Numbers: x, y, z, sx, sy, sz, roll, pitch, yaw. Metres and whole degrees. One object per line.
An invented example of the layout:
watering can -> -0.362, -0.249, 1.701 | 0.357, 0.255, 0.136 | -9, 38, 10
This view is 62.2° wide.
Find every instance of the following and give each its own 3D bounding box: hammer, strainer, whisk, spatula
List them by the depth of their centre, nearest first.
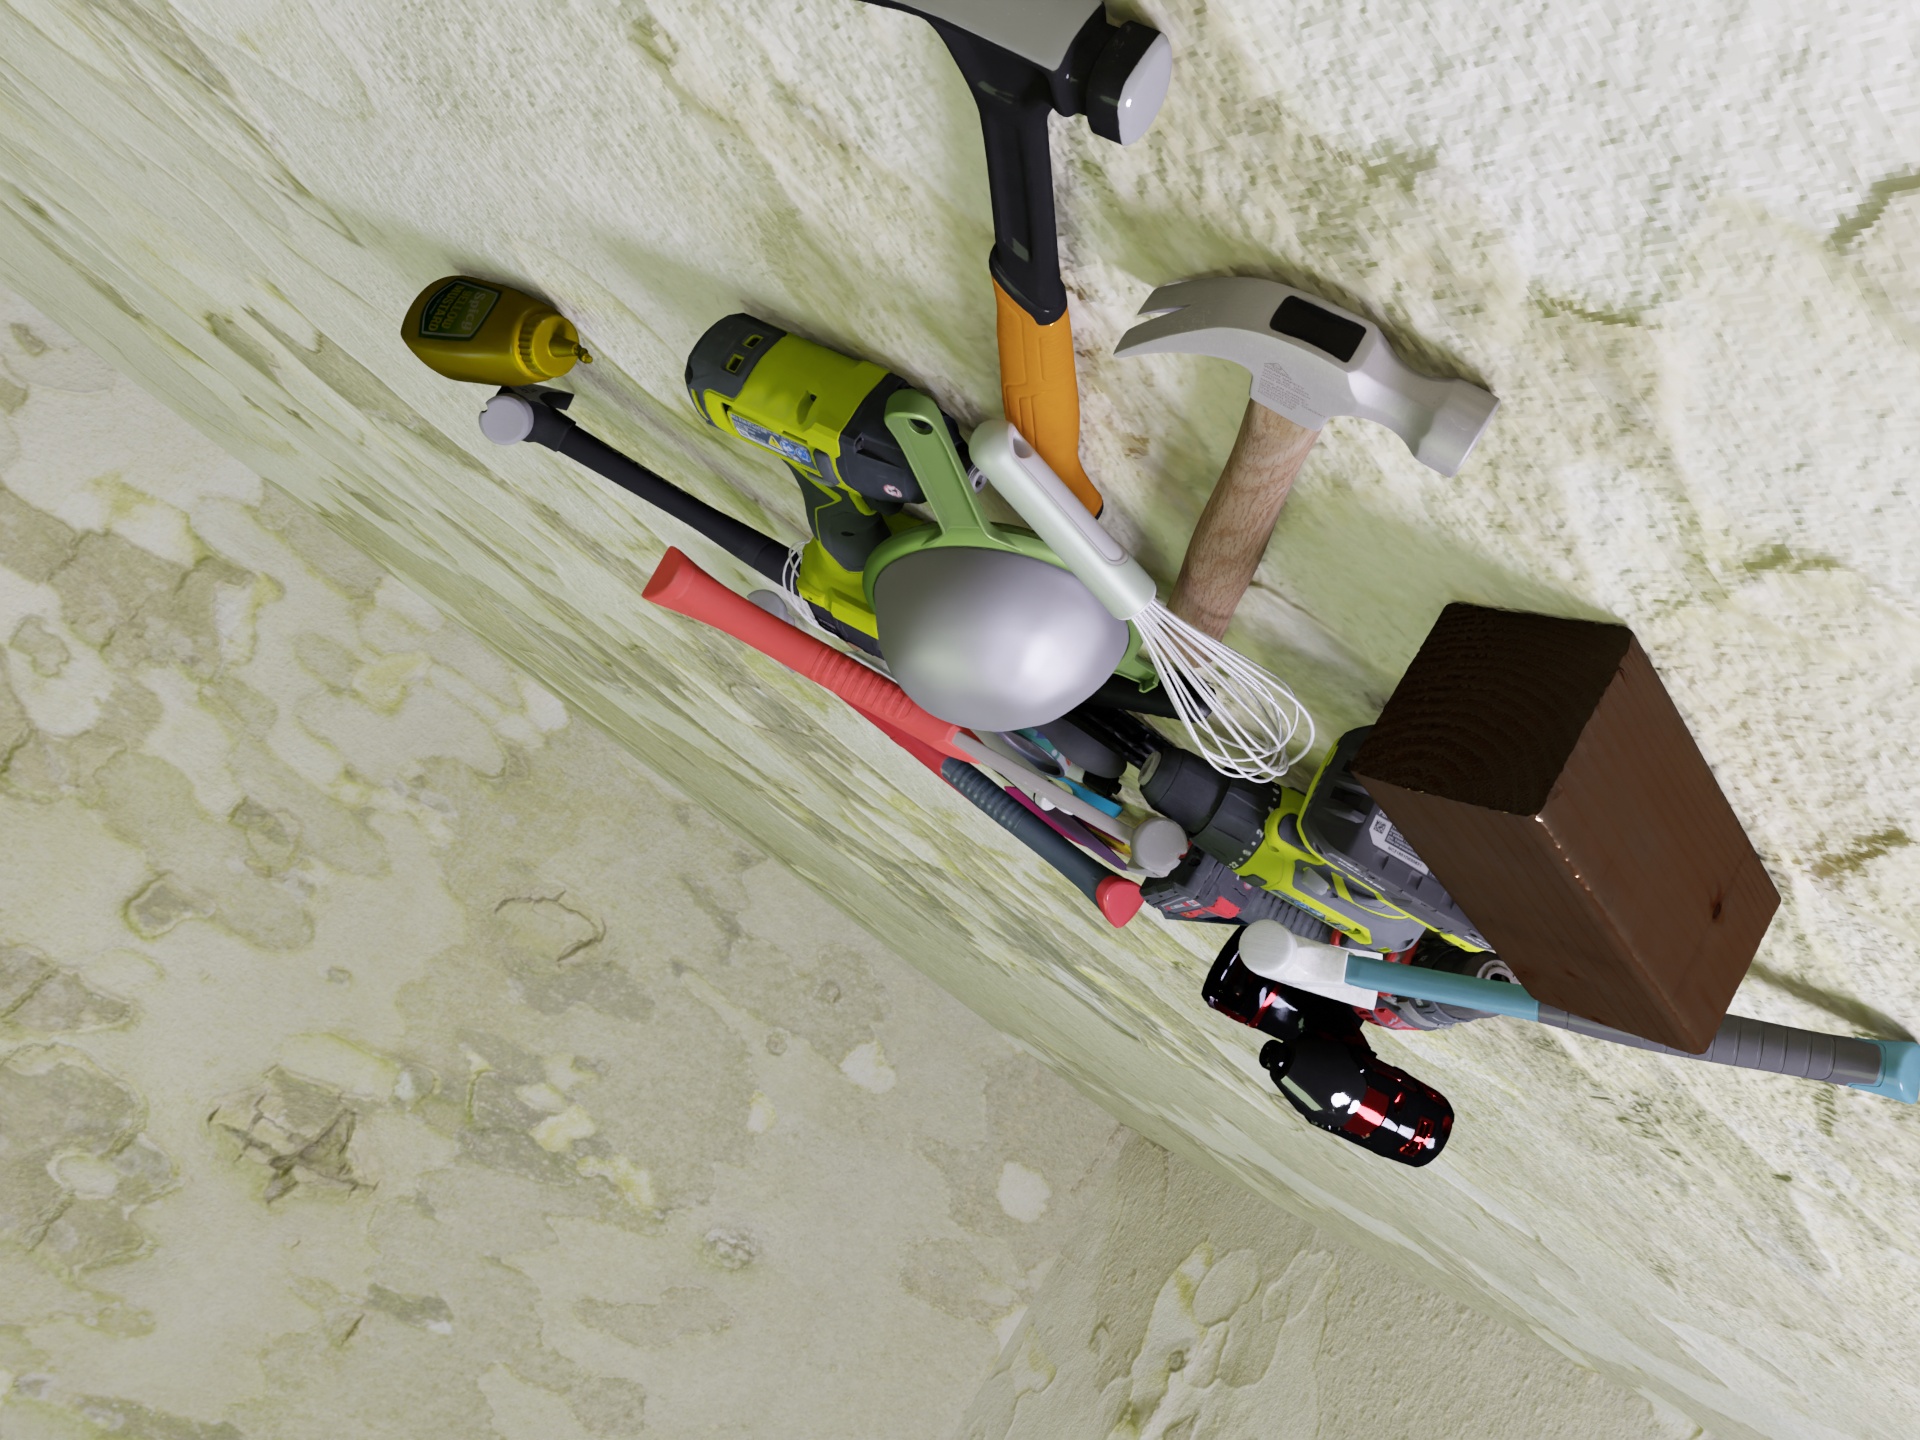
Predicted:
hammer -> 0.022, -0.165, 0.636 | 0.127, 0.034, 0.336 | 29, 166, 16
hammer -> 0.118, -0.087, 0.687 | 0.130, 0.031, 0.331 | 31, 166, 8
whisk -> 0.086, -0.051, 0.739 | 0.059, 0.058, 0.246 | -25, 126, 33
strainer -> 0.004, -0.058, 0.773 | 0.151, 0.069, 0.256 | 5, 155, 18
hammer -> 0.322, 0.154, 0.843 | 0.331, 0.033, 0.128 | 8, 170, 23
hammer -> -0.029, -0.003, 0.971 | 0.359, 0.037, 0.149 | 29, 176, 1
whisk -> 0.002, -0.039, 1.083 | 0.284, 0.070, 0.070 | 33, 167, -18
hammer -> -0.169, -0.136, 1.108 | 0.334, 0.035, 0.146 | 30, -169, -12
strainer -> -0.002, -0.004, 1.137 | 0.259, 0.050, 0.086 | 40, -173, 39
hammer -> -0.013, 0.034, 1.261 | 0.386, 0.038, 0.143 | 38, 175, 17
spatula -> 0.013, 0.019, 1.263 | 0.316, 0.018, 0.060 | 41, 171, -6

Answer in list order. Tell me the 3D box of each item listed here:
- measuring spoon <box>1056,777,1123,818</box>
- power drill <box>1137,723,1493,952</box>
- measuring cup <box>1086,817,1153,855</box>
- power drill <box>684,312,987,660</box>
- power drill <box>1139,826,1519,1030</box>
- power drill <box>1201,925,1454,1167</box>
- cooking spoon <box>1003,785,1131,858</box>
measuring spoon -> 0.068, 0.050, 1.241 | 0.128, 0.021, 0.042 | 26, 178, -14
power drill -> 0.209, 0.064, 0.884 | 0.190, 0.080, 0.228 | 29, 169, -6
measuring cup -> 0.130, 0.088, 1.275 | 0.062, 0.029, 0.157 | 44, 166, -35
power drill -> -0.044, -0.114, 0.878 | 0.171, 0.080, 0.223 | 28, 162, 24
power drill -> 0.250, 0.137, 1.068 | 0.226, 0.080, 0.188 | 31, 167, -3
power drill -> 0.260, 0.234, 1.173 | 0.143, 0.078, 0.220 | 26, -168, -13
cooking spoon -> 0.158, 0.113, 1.309 | 0.319, 0.017, 0.068 | 23, 160, 39
